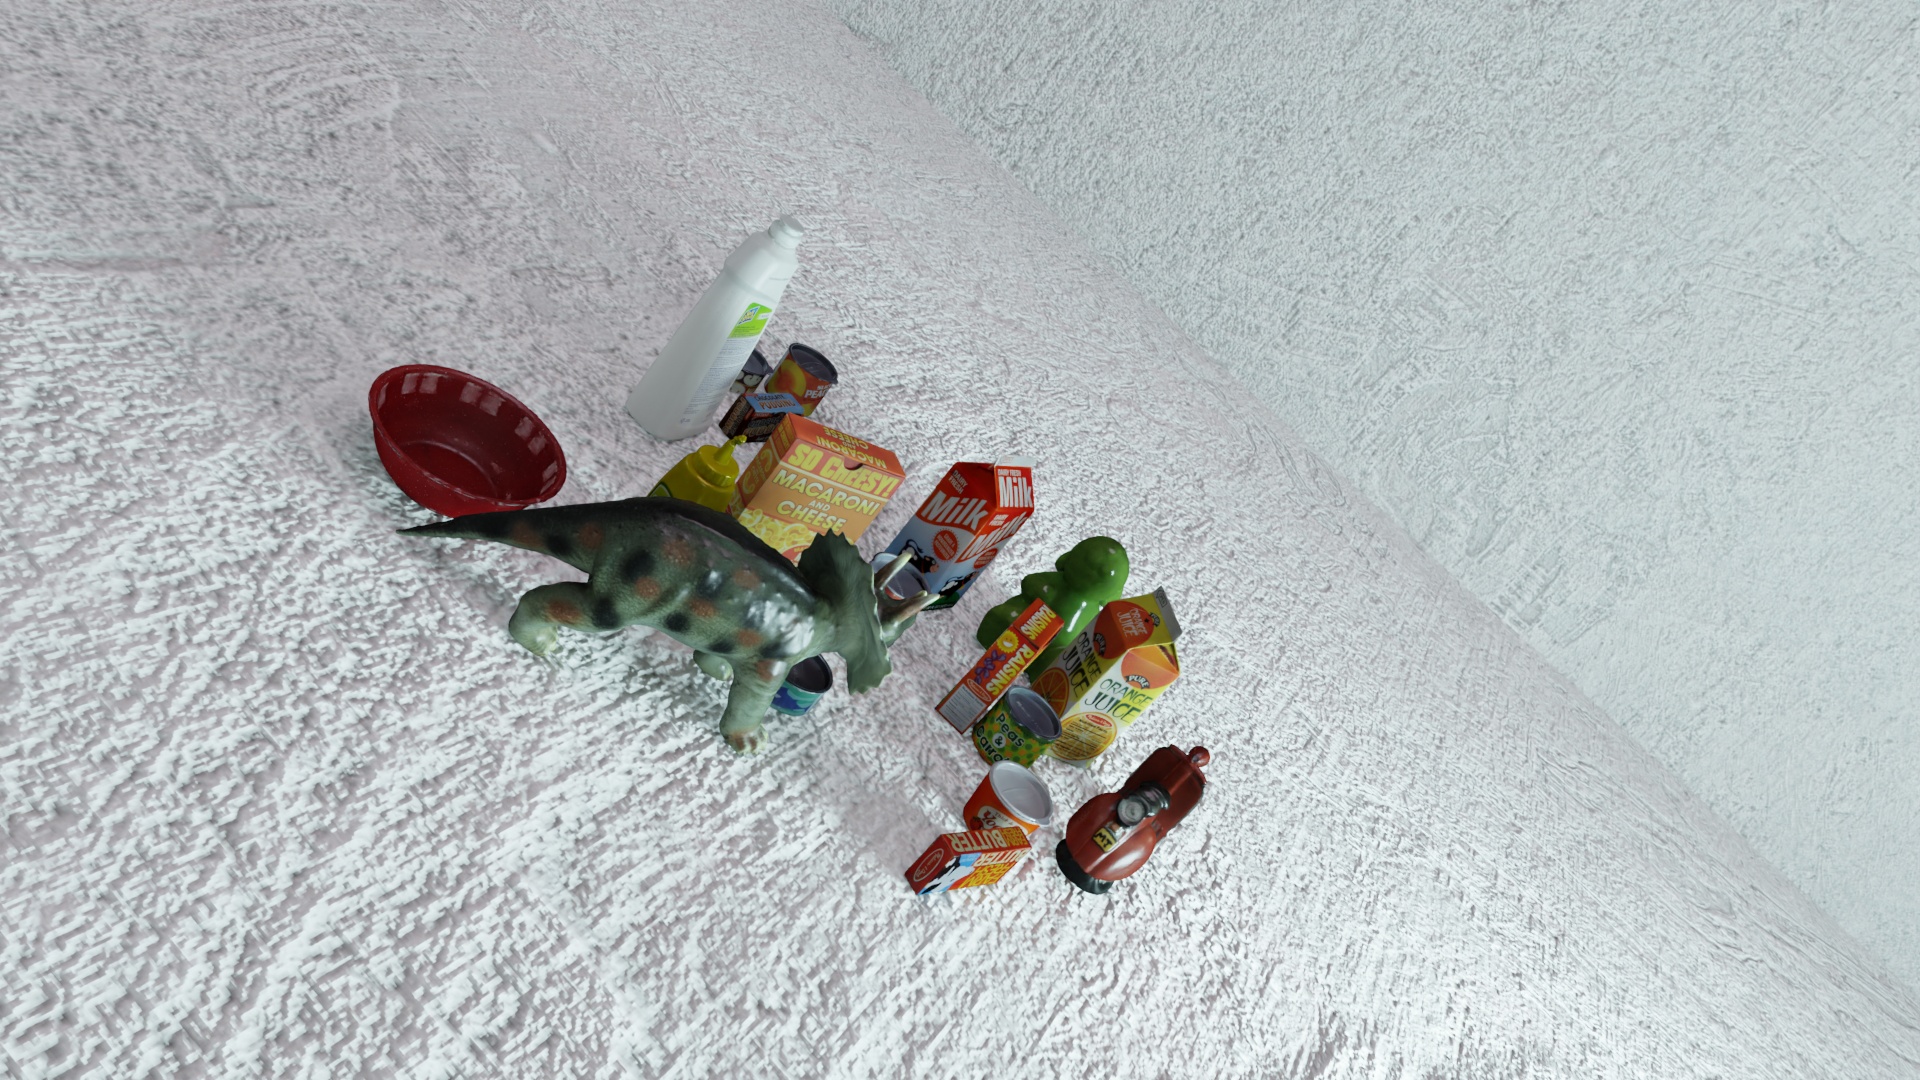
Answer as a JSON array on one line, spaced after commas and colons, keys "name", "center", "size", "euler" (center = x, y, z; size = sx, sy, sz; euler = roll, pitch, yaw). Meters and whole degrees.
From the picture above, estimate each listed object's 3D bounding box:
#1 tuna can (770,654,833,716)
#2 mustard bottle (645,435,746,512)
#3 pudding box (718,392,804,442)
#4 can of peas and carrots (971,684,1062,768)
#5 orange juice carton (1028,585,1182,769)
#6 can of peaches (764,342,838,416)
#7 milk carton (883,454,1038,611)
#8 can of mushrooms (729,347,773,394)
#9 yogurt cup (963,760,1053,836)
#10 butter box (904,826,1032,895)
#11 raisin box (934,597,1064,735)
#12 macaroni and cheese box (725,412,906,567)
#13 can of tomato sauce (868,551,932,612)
[{"name": "tuna can", "center": [-0.147, 0.114, 1.180], "size": [0.071, 0.032, 0.071], "euler": [32, 26, -17]}, {"name": "mustard bottle", "center": [-0.227, -0.033, 1.161], "size": [0.049, 0.159, 0.065], "euler": [8, 40, -50]}, {"name": "pudding box", "center": [-0.211, -0.131, 1.479], "size": [0.030, 0.049, 0.084], "euler": [49, 26, 19]}, {"name": "can of peas and carrots", "center": [0.052, 0.181, 1.313], "size": [0.071, 0.058, 0.071], "euler": [32, 26, -17]}, {"name": "orange juice carton", "center": [0.147, 0.131, 1.369], "size": [0.073, 0.192, 0.072], "euler": [26, 28, -29]}, {"name": "can of peaches", "center": [-0.182, -0.182, 1.595], "size": [0.071, 0.058, 0.071], "euler": [32, 26, -17]}, {"name": "milk carton", "center": [0.005, -0.018, 1.423], "size": [0.073, 0.189, 0.072], "euler": [51, 27, 23]}, {"name": "can of mushrooms", "center": [-0.248, -0.195, 1.553], "size": [0.071, 0.033, 0.071], "euler": [32, 26, -17]}, {"name": "yogurt cup", "center": [0.039, 0.234, 1.212], "size": [0.072, 0.053, 0.073], "euler": [32, 26, -17]}, {"name": "butter box", "center": [0.007, 0.259, 1.127], "size": [0.103, 0.053, 0.024], "euler": [8, 39, -49]}, {"name": "raisin box", "center": [0.038, 0.119, 1.321], "size": [0.040, 0.123, 0.086], "euler": [43, 25, 6]}, {"name": "macaroni and cheese box", "center": [-0.146, -0.025, 1.254], "size": [0.124, 0.165, 0.040], "euler": [19, 32, -38]}, {"name": "can of tomato sauce", "center": [-0.079, 0.062, 1.301], "size": [0.071, 0.082, 0.071], "euler": [32, 26, -17]}]
